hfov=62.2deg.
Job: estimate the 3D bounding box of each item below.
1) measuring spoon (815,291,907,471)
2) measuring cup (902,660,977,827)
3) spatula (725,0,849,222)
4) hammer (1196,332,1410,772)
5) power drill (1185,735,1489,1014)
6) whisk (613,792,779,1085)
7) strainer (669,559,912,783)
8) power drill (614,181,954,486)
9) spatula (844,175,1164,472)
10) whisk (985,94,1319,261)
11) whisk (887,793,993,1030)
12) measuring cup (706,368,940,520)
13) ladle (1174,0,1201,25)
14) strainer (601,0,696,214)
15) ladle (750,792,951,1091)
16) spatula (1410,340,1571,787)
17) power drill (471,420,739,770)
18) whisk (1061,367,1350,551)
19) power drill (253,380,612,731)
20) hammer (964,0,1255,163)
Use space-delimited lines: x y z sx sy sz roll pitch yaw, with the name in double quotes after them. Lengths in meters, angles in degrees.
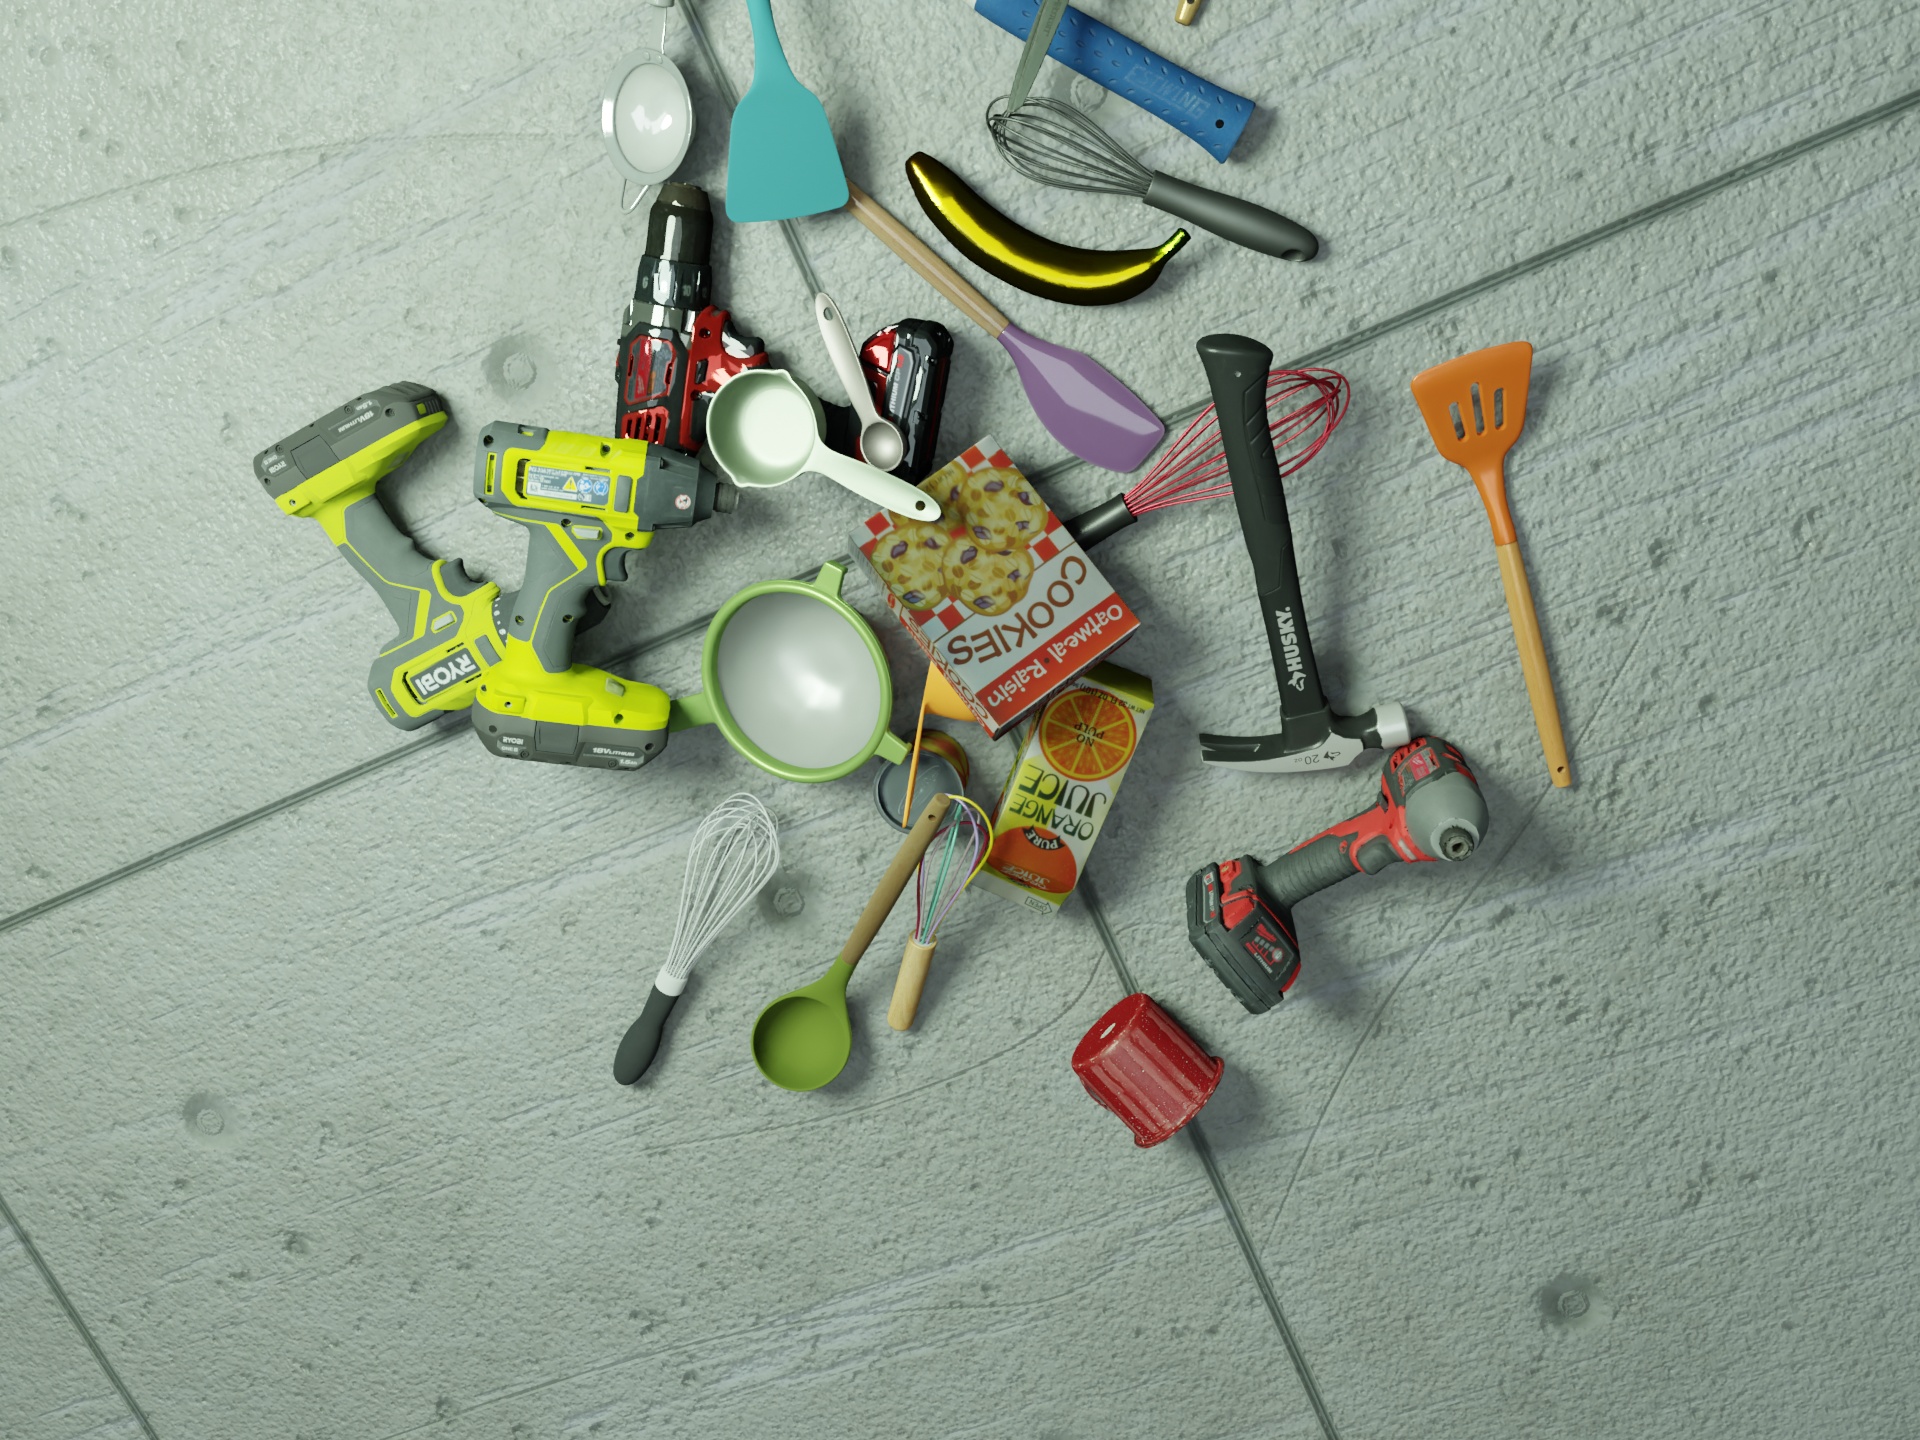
-0.065 -0.223 1.043 0.034 0.018 0.124 -20 94 38 "measuring spoon"
-0.002 -0.004 1.118 0.052 0.095 0.174 11 73 -1 "measuring cup"
-0.137 -0.484 1.009 0.082 0.044 0.317 -12 99 -9 "spatula"
0.206 -0.103 1.071 0.146 0.035 0.334 -13 123 11 "hammer"
0.269 0.105 1.119 0.219 0.143 0.078 -37 102 17 "power drill"
-0.213 0.176 1.237 0.070 0.070 0.284 28 112 -3 "whisk"
-0.152 -0.024 1.174 0.256 0.069 0.151 -14 103 28 "strainer"
-0.123 -0.256 1.090 0.226 0.080 0.188 12 107 5 "power drill"
0.009 -0.284 1.096 0.316 0.018 0.059 40 109 -7 "spatula"
0.127 -0.355 1.050 0.239 0.055 0.055 20 107 -5 "whisk"
-0.020 0.149 1.177 0.047 0.051 0.244 6 129 -12 "whisk"
-0.085 -0.174 1.046 0.167 0.038 0.083 26 109 3 "measuring cup"
0.200 -0.591 0.984 0.069 0.031 0.315 22 109 -1 "ladle"
-0.193 -0.461 1.032 0.087 0.050 0.258 28 124 28 "strainer"
-0.076 0.166 1.162 0.078 0.062 0.320 29 130 -2 "ladle"
0.385 -0.099 1.100 0.081 0.041 0.322 -16 105 9 "spatula"
-0.250 -0.084 1.096 0.171 0.080 0.223 7 111 -11 "power drill"
0.134 -0.158 1.101 0.296 0.073 0.073 -28 102 19 "whisk"
-0.380 -0.124 1.153 0.190 0.080 0.228 -25 105 12 "power drill"
0.008 -0.484 1.029 0.405 0.035 0.144 28 107 -3 "hammer"
